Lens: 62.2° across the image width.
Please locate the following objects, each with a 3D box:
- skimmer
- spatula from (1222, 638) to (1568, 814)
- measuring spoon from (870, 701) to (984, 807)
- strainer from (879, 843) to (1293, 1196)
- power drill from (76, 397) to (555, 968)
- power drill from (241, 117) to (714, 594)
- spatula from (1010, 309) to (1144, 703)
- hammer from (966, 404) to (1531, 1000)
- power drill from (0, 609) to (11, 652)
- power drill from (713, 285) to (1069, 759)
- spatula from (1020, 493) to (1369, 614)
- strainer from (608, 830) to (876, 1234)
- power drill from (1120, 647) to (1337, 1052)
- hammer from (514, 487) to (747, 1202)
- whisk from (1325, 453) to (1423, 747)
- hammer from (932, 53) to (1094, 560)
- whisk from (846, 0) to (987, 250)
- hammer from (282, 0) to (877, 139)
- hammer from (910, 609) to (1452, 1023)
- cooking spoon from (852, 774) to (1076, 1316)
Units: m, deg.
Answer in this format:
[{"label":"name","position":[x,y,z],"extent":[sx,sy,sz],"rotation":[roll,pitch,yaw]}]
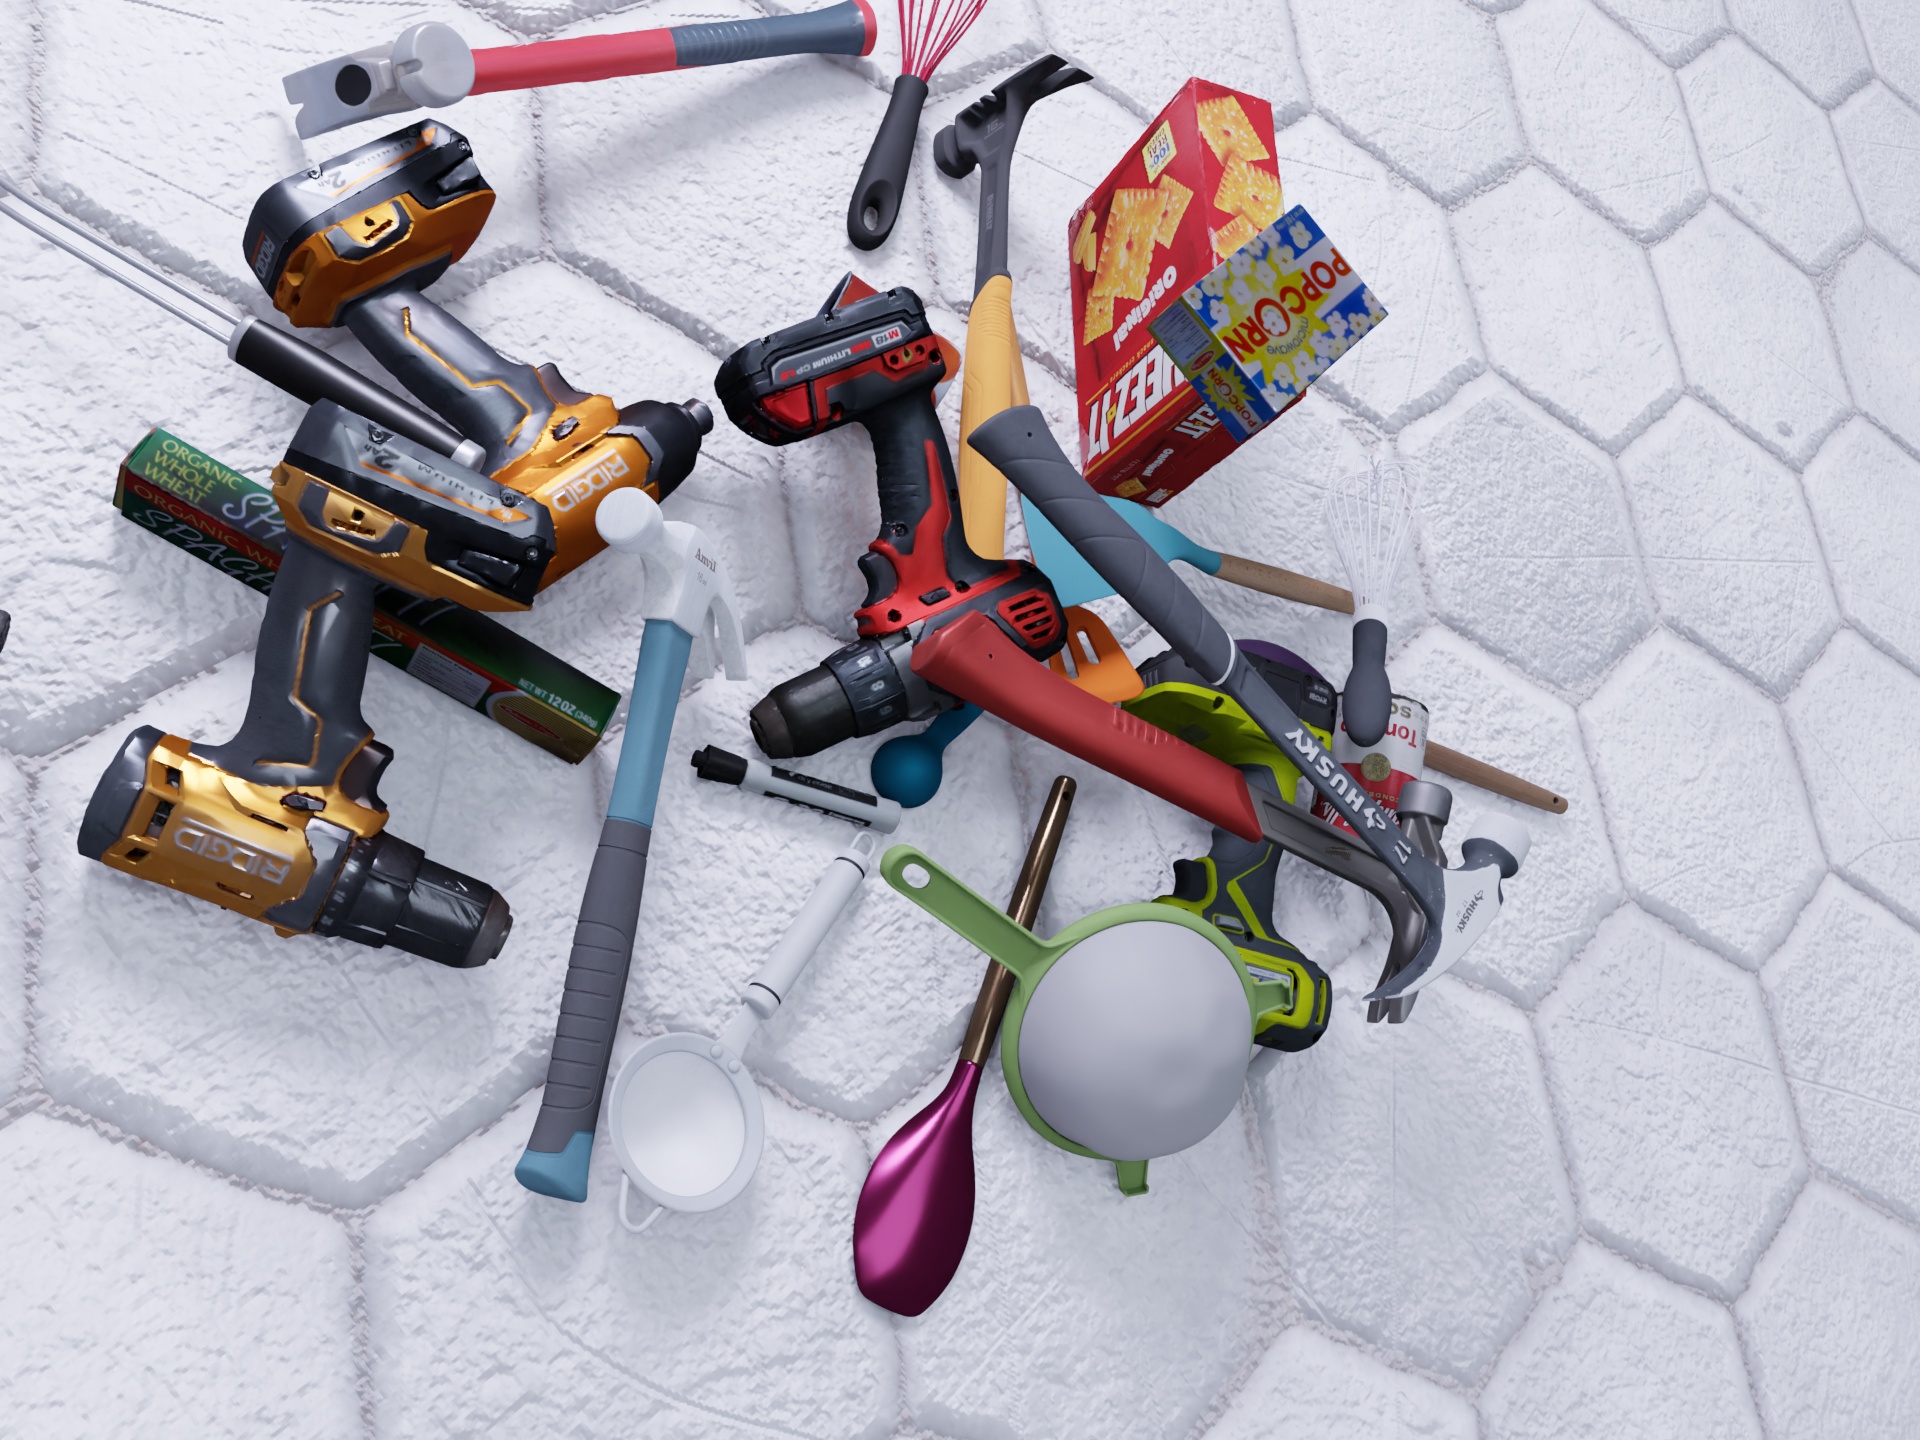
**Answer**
[{"label":"skimmer","position":[-0.390,-0.198,0.711],"extent":[0.363,0.127,0.090],"rotation":[30,19,-7]},{"label":"spatula","position":[0.302,0.012,1.101],"extent":[0.315,0.018,0.060],"rotation":[20,74,-22]},{"label":"measuring spoon","position":[-0.001,-0.003,0.917],"extent":[0.042,0.021,0.128],"rotation":[43,71,-3]},{"label":"strainer","position":[0.063,0.149,0.839],"extent":[0.256,0.069,0.151],"rotation":[38,90,-20]},{"label":"power drill","position":[-0.259,-0.006,0.718],"extent":[0.185,0.084,0.226],"rotation":[26,90,-18]},{"label":"power drill","position":[-0.241,-0.191,0.833],"extent":[0.164,0.084,0.226],"rotation":[-41,99,-34]},{"label":"spatula","position":[0.046,-0.154,1.002],"extent":[0.081,0.041,0.323],"rotation":[-7,73,-6]},{"label":"hammer","position":[0.153,-0.016,0.880],"extent":[0.409,0.036,0.149],"rotation":[45,60,-9]},{"label":"power drill","position":[-0.479,0.020,0.627],"extent":[0.143,0.078,0.220],"rotation":[14,63,-25]},{"label":"power drill","position":[-0.060,-0.102,0.877],"extent":[0.188,0.080,0.226],"rotation":[-25,99,-16]},{"label":"spatula","position":[0.170,-0.094,1.029],"extent":[0.317,0.044,0.082],"rotation":[9,58,-43]},{"label":"strainer","position":[-0.106,0.151,0.810],"extent":[0.086,0.050,0.258],"rotation":[46,51,-15]},{"label":"power drill","position":[0.148,0.073,0.959],"extent":[0.171,0.080,0.223],"rotation":[18,69,-22]},{"label":"hammer","position":[-0.165,0.064,0.774],"extent":[0.033,0.128,0.331],"rotation":[5,76,19]},{"label":"whisk","position":[0.273,-0.086,1.053],"extent":[0.070,0.070,0.285],"rotation":[32,44,-16]},{"label":"hammer","position":[0.023,-0.244,0.987],"extent":[0.034,0.127,0.337],"rotation":[14,72,-37]},{"label":"whisk","position":[-0.029,-0.436,1.054],"extent":[0.073,0.073,0.296],"rotation":[22,70,-22]},{"label":"hammer","position":[-0.195,-0.388,0.930],"extent":[0.386,0.143,0.038],"rotation":[-32,118,-44]},{"label":"hammer","position":[0.129,0.043,0.895],"extent":[0.358,0.037,0.149],"rotation":[26,70,-21]},{"label":"cooking spoon","position":[0.013,0.168,0.883],"extent":[0.068,0.017,0.319],"rotation":[31,61,-18]}]
